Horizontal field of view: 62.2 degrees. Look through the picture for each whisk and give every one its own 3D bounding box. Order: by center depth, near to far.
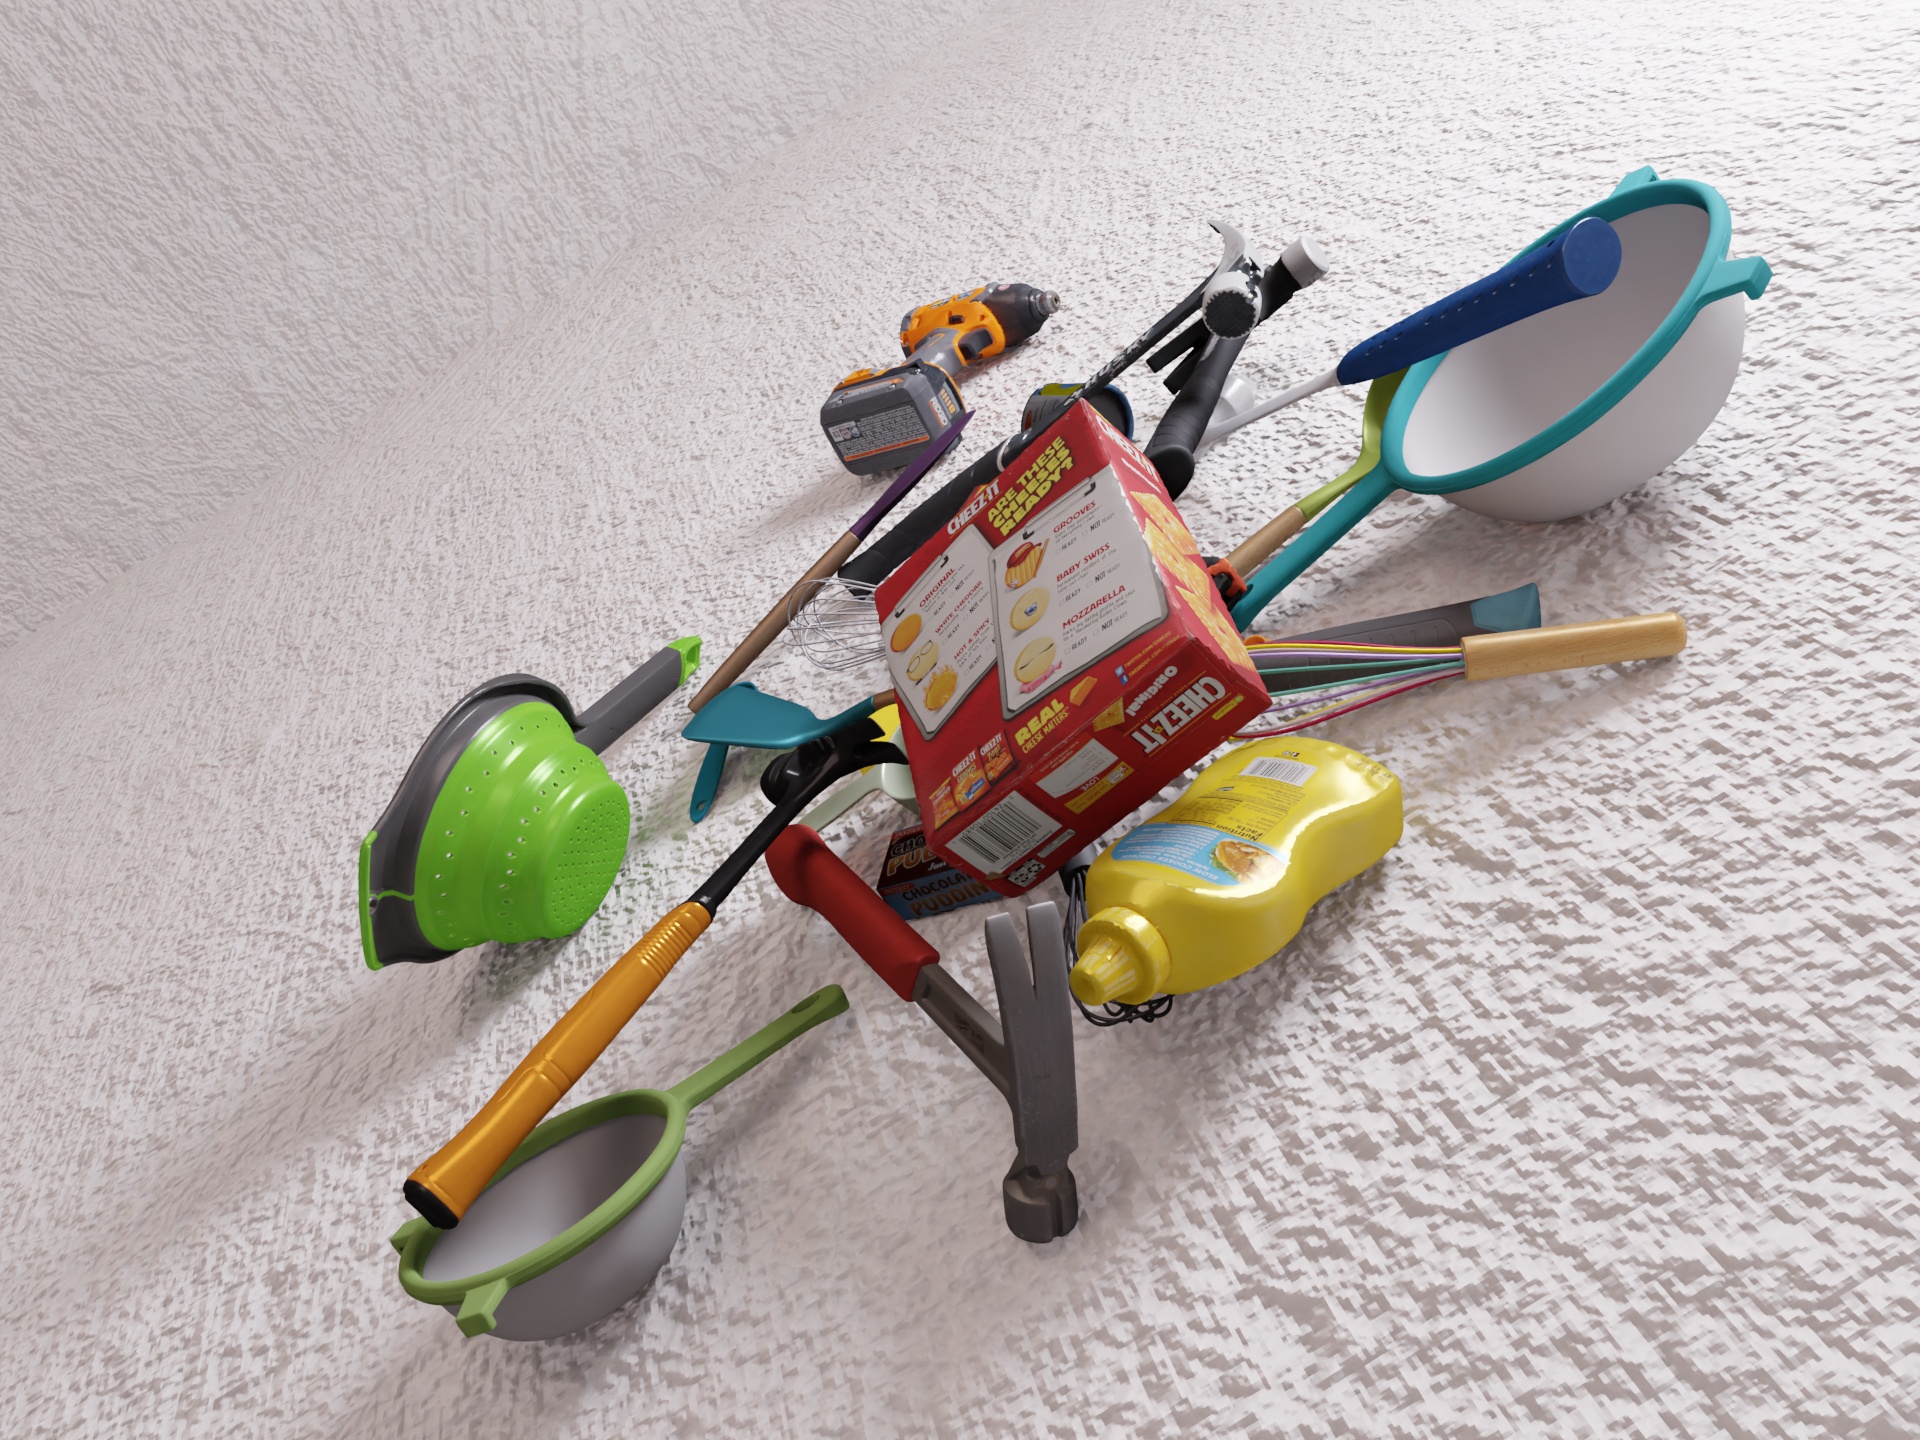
[{"bbox_3d":[0.222,-0.024,0.775,0.245,0.047,0.051,-7,3,10],"label":"whisk"},{"bbox_3d":[0.065,0.079,0.812,0.055,0.055,0.239,-30,26,6],"label":"whisk"},{"bbox_3d":[-0.009,-0.070,1.093,0.285,0.070,0.070,-1,43,35],"label":"whisk"}]

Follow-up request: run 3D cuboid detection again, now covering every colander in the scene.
[{"bbox_3d":[-0.254,0.042,1.119,0.094,0.204,0.397,19,33,14],"label":"colander"}]

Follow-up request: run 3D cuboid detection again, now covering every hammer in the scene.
[{"bbox_3d":[-0.034,0.108,0.801,0.036,0.149,0.359,-12,17,-20],"label":"hammer"},{"bbox_3d":[-0.156,0.123,0.832,0.337,0.034,0.127,-49,16,-32],"label":"hammer"},{"bbox_3d":[0.139,-0.021,0.849,0.331,0.033,0.128,-11,44,18],"label":"hammer"},{"bbox_3d":[0.225,-0.203,0.952,0.144,0.035,0.405,-48,13,-19],"label":"hammer"},{"bbox_3d":[0.158,-0.220,1.055,0.146,0.035,0.335,-34,16,35],"label":"hammer"},{"bbox_3d":[0.050,-0.205,1.128,0.409,0.036,0.149,-35,25,34],"label":"hammer"}]

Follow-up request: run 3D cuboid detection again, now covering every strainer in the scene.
[{"bbox_3d":[-0.150,0.227,0.800,0.256,0.069,0.151,-31,15,-28],"label":"strainer"},{"bbox_3d":[0.296,-0.140,0.885,0.340,0.095,0.211,-43,20,26],"label":"strainer"}]

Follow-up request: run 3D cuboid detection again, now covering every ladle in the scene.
[{"bbox_3d":[0.182,-0.120,0.979,0.320,0.062,0.078,-39,17,-5],"label":"ladle"}]

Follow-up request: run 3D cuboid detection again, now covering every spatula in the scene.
[{"bbox_3d":[-0.038,-0.025,1.060,0.317,0.044,0.082,-15,20,26],"label":"spatula"},{"bbox_3d":[-0.098,-0.122,1.215,0.316,0.018,0.060,-47,13,2],"label":"spatula"}]

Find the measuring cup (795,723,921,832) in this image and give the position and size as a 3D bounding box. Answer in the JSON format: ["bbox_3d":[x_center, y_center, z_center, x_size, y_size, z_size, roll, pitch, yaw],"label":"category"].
[{"bbox_3d":[-0.042,0.046,0.977,0.167,0.038,0.083,-34,37,28],"label":"measuring cup"}]

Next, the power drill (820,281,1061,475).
[{"bbox_3d":[-0.011,-0.318,1.422,0.164,0.084,0.227,-8,35,36],"label":"power drill"}]

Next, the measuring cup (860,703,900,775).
[{"bbox_3d":[-0.002,-0.003,1.007,0.156,0.029,0.062,-21,32,23],"label":"measuring cup"}]

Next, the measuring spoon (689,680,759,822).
[{"bbox_3d":[-0.169,0.026,1.145,0.042,0.021,0.129,-14,44,29],"label":"measuring spoon"}]

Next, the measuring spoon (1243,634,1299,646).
[{"bbox_3d":[0.208,-0.039,0.883,0.117,0.011,0.021,-2,65,38],"label":"measuring spoon"}]
